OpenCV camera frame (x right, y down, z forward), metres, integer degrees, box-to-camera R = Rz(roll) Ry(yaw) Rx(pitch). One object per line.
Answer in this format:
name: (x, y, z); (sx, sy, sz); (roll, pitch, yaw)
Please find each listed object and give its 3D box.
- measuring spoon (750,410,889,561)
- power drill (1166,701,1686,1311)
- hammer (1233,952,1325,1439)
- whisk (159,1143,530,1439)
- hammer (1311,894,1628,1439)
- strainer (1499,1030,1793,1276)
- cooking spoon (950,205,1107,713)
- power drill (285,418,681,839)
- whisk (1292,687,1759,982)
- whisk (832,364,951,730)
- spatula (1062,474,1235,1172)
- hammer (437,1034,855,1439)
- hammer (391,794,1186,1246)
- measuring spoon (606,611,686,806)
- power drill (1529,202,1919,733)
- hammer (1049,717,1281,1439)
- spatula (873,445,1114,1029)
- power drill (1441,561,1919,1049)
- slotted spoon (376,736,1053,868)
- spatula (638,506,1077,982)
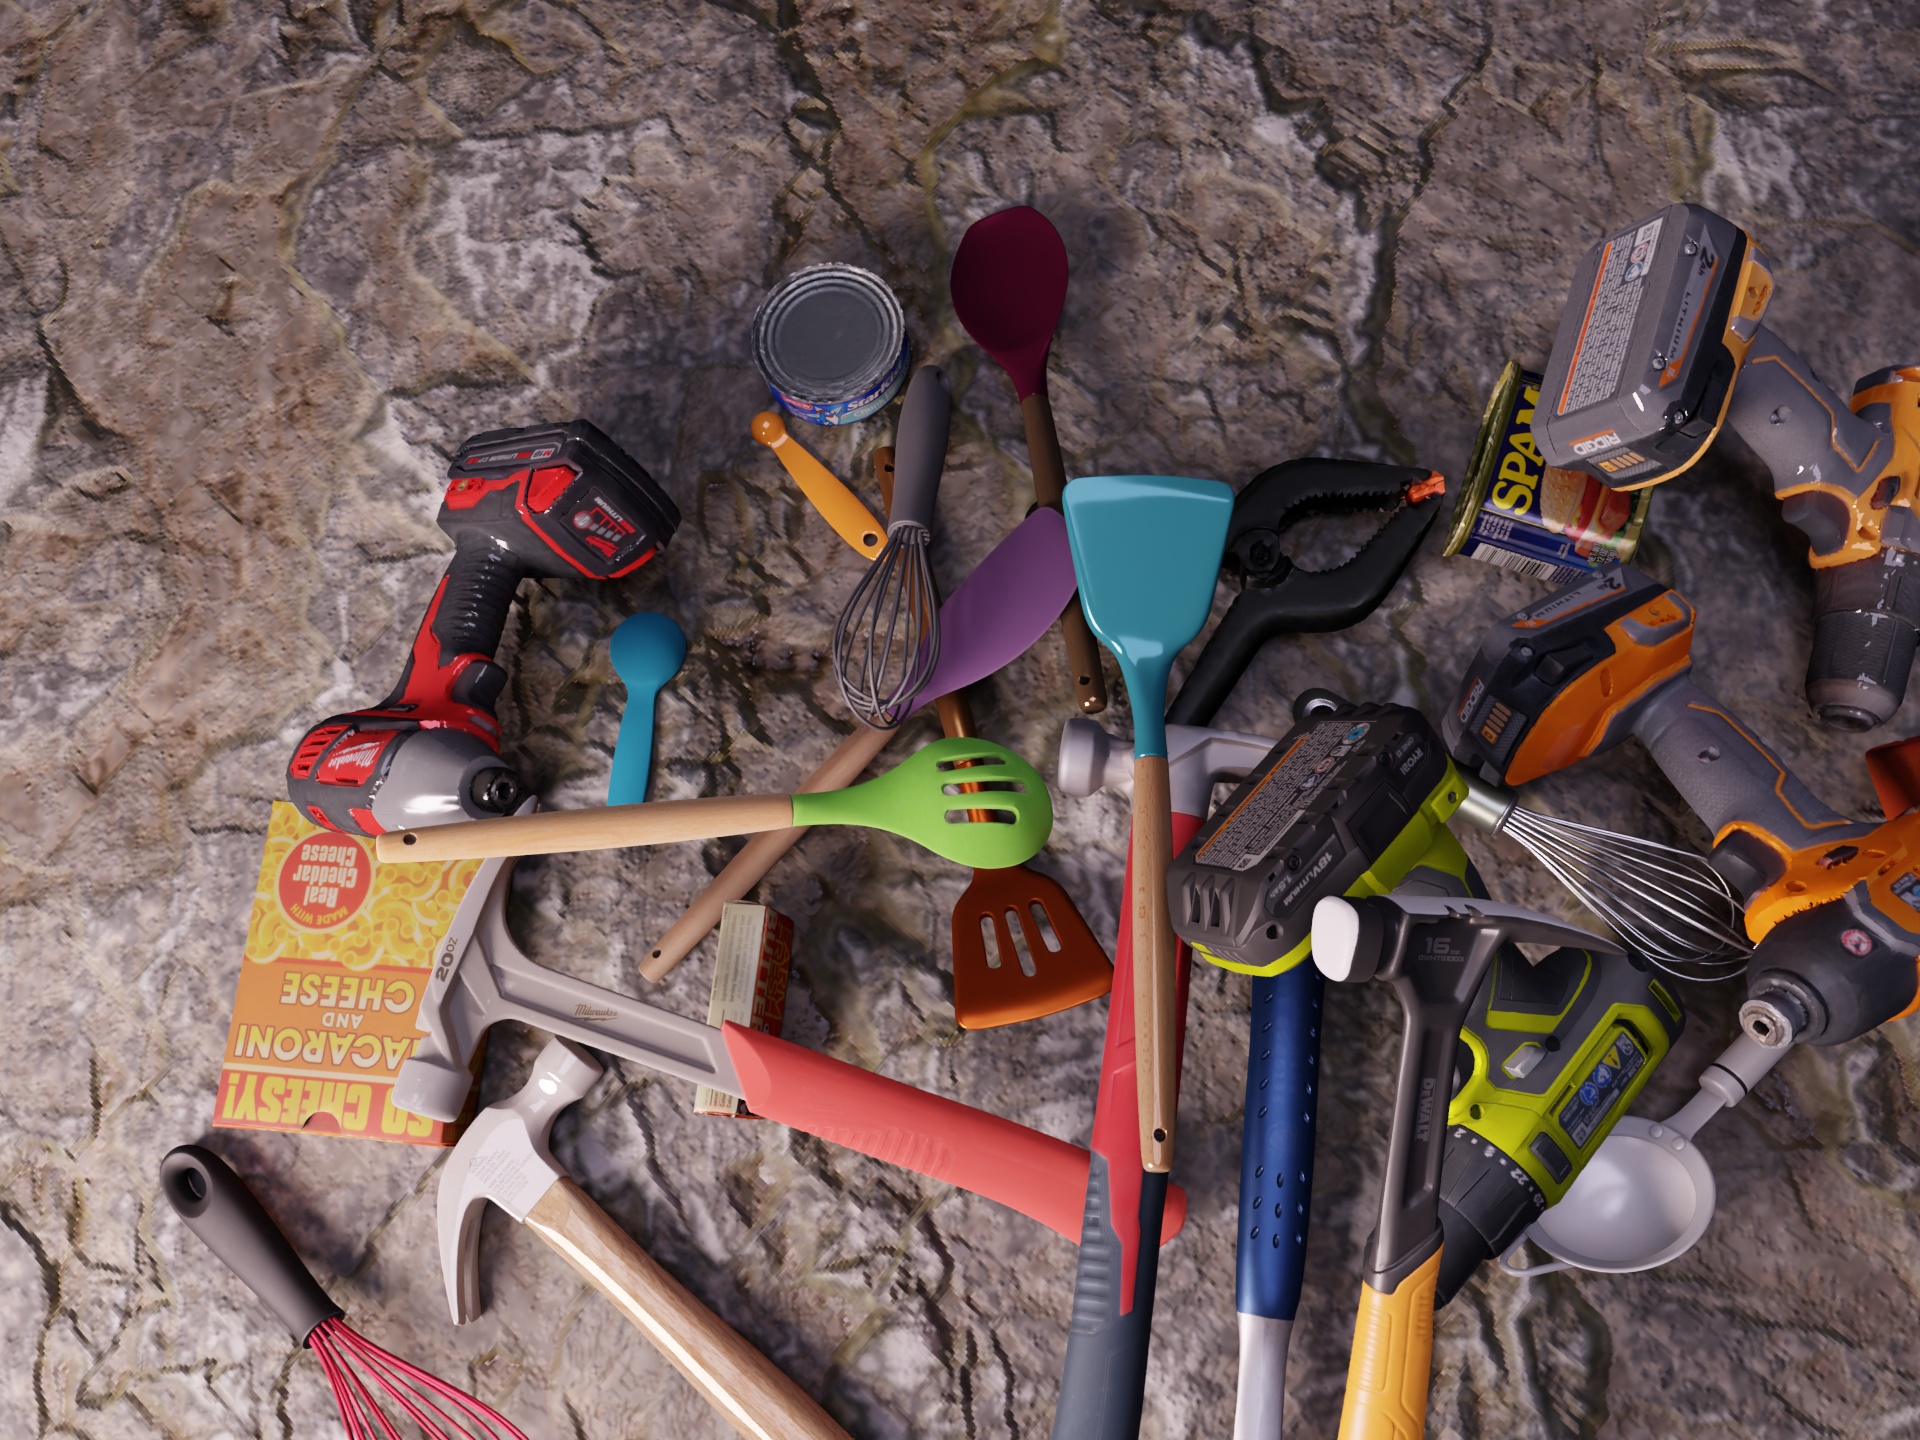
measuring spoon: (-0.077, -0.130, 0.875); (0.021, 0.011, 0.117); (-40, 74, -5)
power drill: (0.196, 0.125, 0.689); (0.190, 0.080, 0.228); (-45, 106, -17)
hammer: (0.144, 0.283, 0.724); (0.144, 0.035, 0.406); (5, 75, 8)
whisk: (-0.293, 0.305, 0.760); (0.296, 0.073, 0.073); (38, 82, 21)
hammer: (0.182, 0.237, 0.641); (0.127, 0.034, 0.337); (5, 96, -17)
strainer: (0.346, 0.175, 0.729); (0.258, 0.050, 0.087); (-40, 31, -11)
cooking spoon: (0.043, -0.147, 0.841); (0.069, 0.017, 0.319); (-16, 63, 15)
power drill: (-0.235, -0.039, 0.793); (0.143, 0.078, 0.220); (3, 60, 38)
whisk: (0.271, 0.049, 0.770); (0.246, 0.059, 0.058); (31, 103, 18)
whisk: (-0.029, -0.098, 0.817); (0.055, 0.055, 0.239); (2, 55, 7)
spatula: (0.086, 0.039, 0.720); (0.082, 0.044, 0.318); (2, 69, -1)
hammer: (-0.117, 0.304, 0.750); (0.331, 0.031, 0.130); (38, 82, 14)
hammer: (-0.065, 0.163, 0.735); (0.359, 0.036, 0.149); (20, 73, -4)
measuring spoon: (-0.174, 0.001, 0.844); (0.042, 0.021, 0.129); (3, 74, 7)
power drill: (0.381, -0.114, 0.749); (0.226, 0.084, 0.185); (25, 76, -18)
hammer: (0.092, 0.186, 0.704); (0.143, 0.038, 0.387); (7, 68, 7)
spatula: (-0.001, -0.003, 0.817); (0.081, 0.041, 0.323); (-14, 72, -3)
power drill: (0.328, 0.039, 0.700); (0.164, 0.084, 0.227); (-25, 56, -30)
slotted spoon: (-0.104, 0.046, 0.735); (0.313, 0.031, 0.070); (-4, 63, -15)
spatula: (-0.051, 0.017, 0.803); (0.316, 0.018, 0.060); (-46, 54, 3)
